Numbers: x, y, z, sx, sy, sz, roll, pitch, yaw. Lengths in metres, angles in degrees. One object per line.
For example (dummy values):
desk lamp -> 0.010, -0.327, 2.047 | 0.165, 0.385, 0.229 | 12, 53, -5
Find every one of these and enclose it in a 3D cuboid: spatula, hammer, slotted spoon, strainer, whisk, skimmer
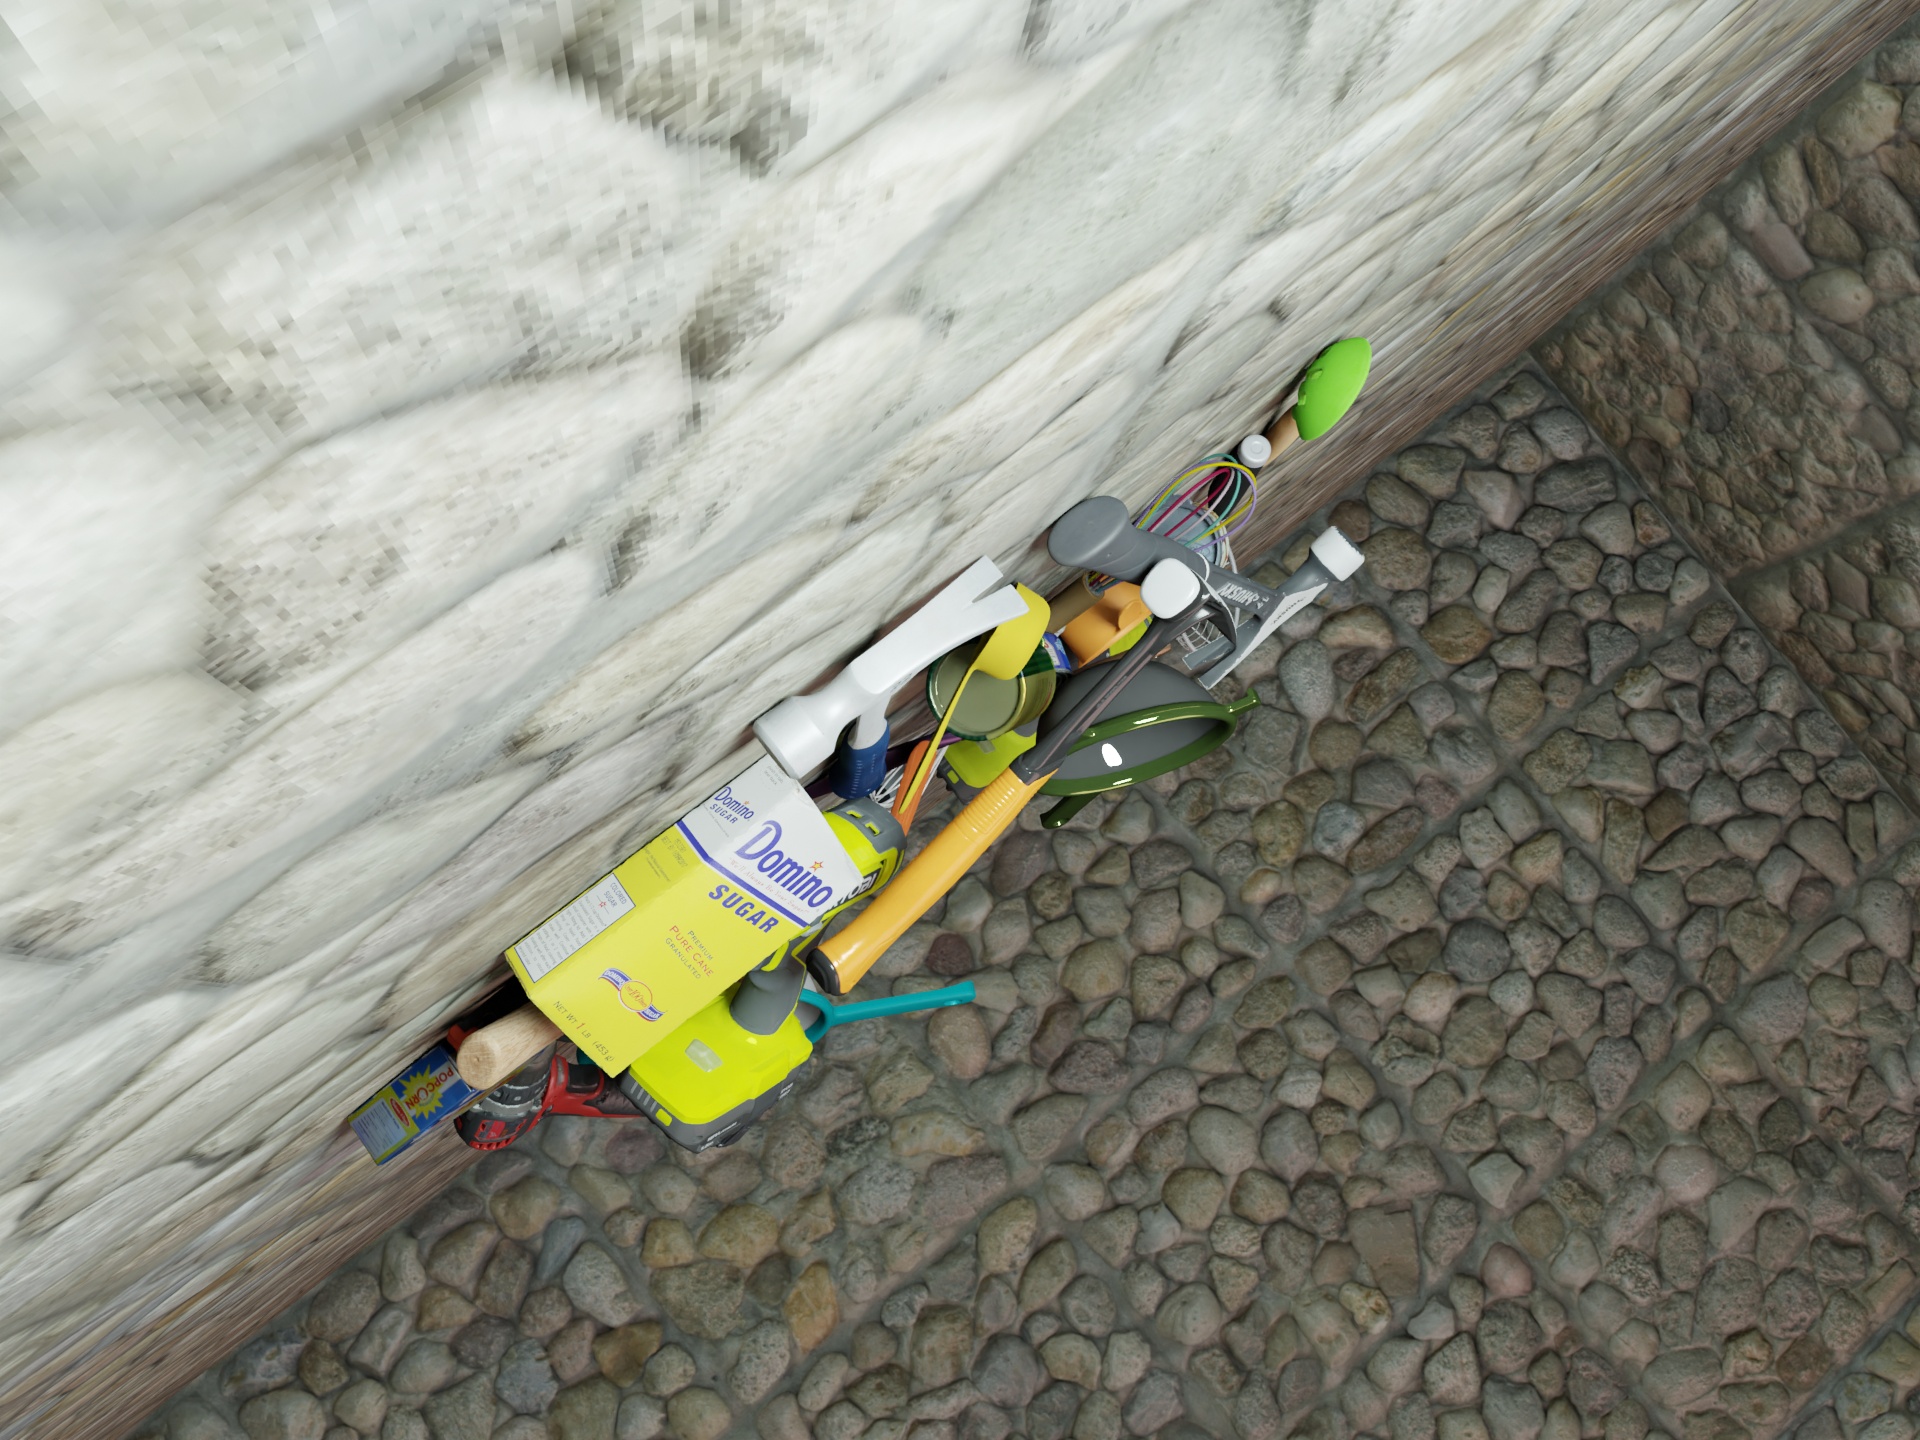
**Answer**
spatula -> -0.120, 0.145, 1.141 | 0.322, 0.041, 0.081 | -46, 170, 2
hammer -> -0.049, 0.002, 0.928 | 0.144, 0.035, 0.405 | -37, 176, -10
hammer -> -0.118, 0.116, 1.646 | 0.128, 0.033, 0.331 | -36, 176, -19
hammer -> 0.149, -0.088, 1.011 | 0.149, 0.036, 0.408 | -44, 160, 19
slotted spoon -> 0.231, -0.207, 1.105 | 0.314, 0.031, 0.070 | 9, 106, -88
spatula -> 0.021, -0.002, 1.194 | 0.316, 0.018, 0.059 | -22, 169, -16
hammer -> 0.032, 0.042, 0.958 | 0.337, 0.034, 0.127 | -46, 160, 9
hammer -> -0.193, 0.143, 0.989 | 0.130, 0.031, 0.331 | -59, 168, 23
strainer -> -0.157, 0.220, 1.347 | 0.340, 0.095, 0.211 | -6, 151, -19
whisk -> 0.104, -0.107, 1.092 | 0.047, 0.051, 0.245 | -2, 153, -47
skimmer -> 0.225, -0.147, 1.295 | 0.363, 0.090, 0.127 | 107, -8, -76
strainer -> 0.098, 0.014, 1.155 | 0.151, 0.069, 0.256 | -10, 163, -19
whisk -> -0.002, -0.004, 1.234 | 0.057, 0.059, 0.246 | 9, 135, -46

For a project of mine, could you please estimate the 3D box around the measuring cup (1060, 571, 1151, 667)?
measuring cup -> 0.110, -0.092, 1.189 | 0.095, 0.052, 0.173 | -38, 174, 2

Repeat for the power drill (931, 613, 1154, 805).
power drill -> 0.066, -0.021, 1.433 | 0.228, 0.080, 0.190 | -44, 169, 36

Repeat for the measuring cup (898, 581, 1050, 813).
measuring cup -> 0.009, -0.008, 0.949 | 0.156, 0.029, 0.062 | -62, -174, 8

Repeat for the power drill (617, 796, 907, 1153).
power drill -> -0.133, 0.163, 1.020 | 0.171, 0.080, 0.223 | -23, 144, -55

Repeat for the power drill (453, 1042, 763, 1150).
power drill -> -0.262, 0.269, 1.209 | 0.226, 0.080, 0.187 | 4, 147, -25
